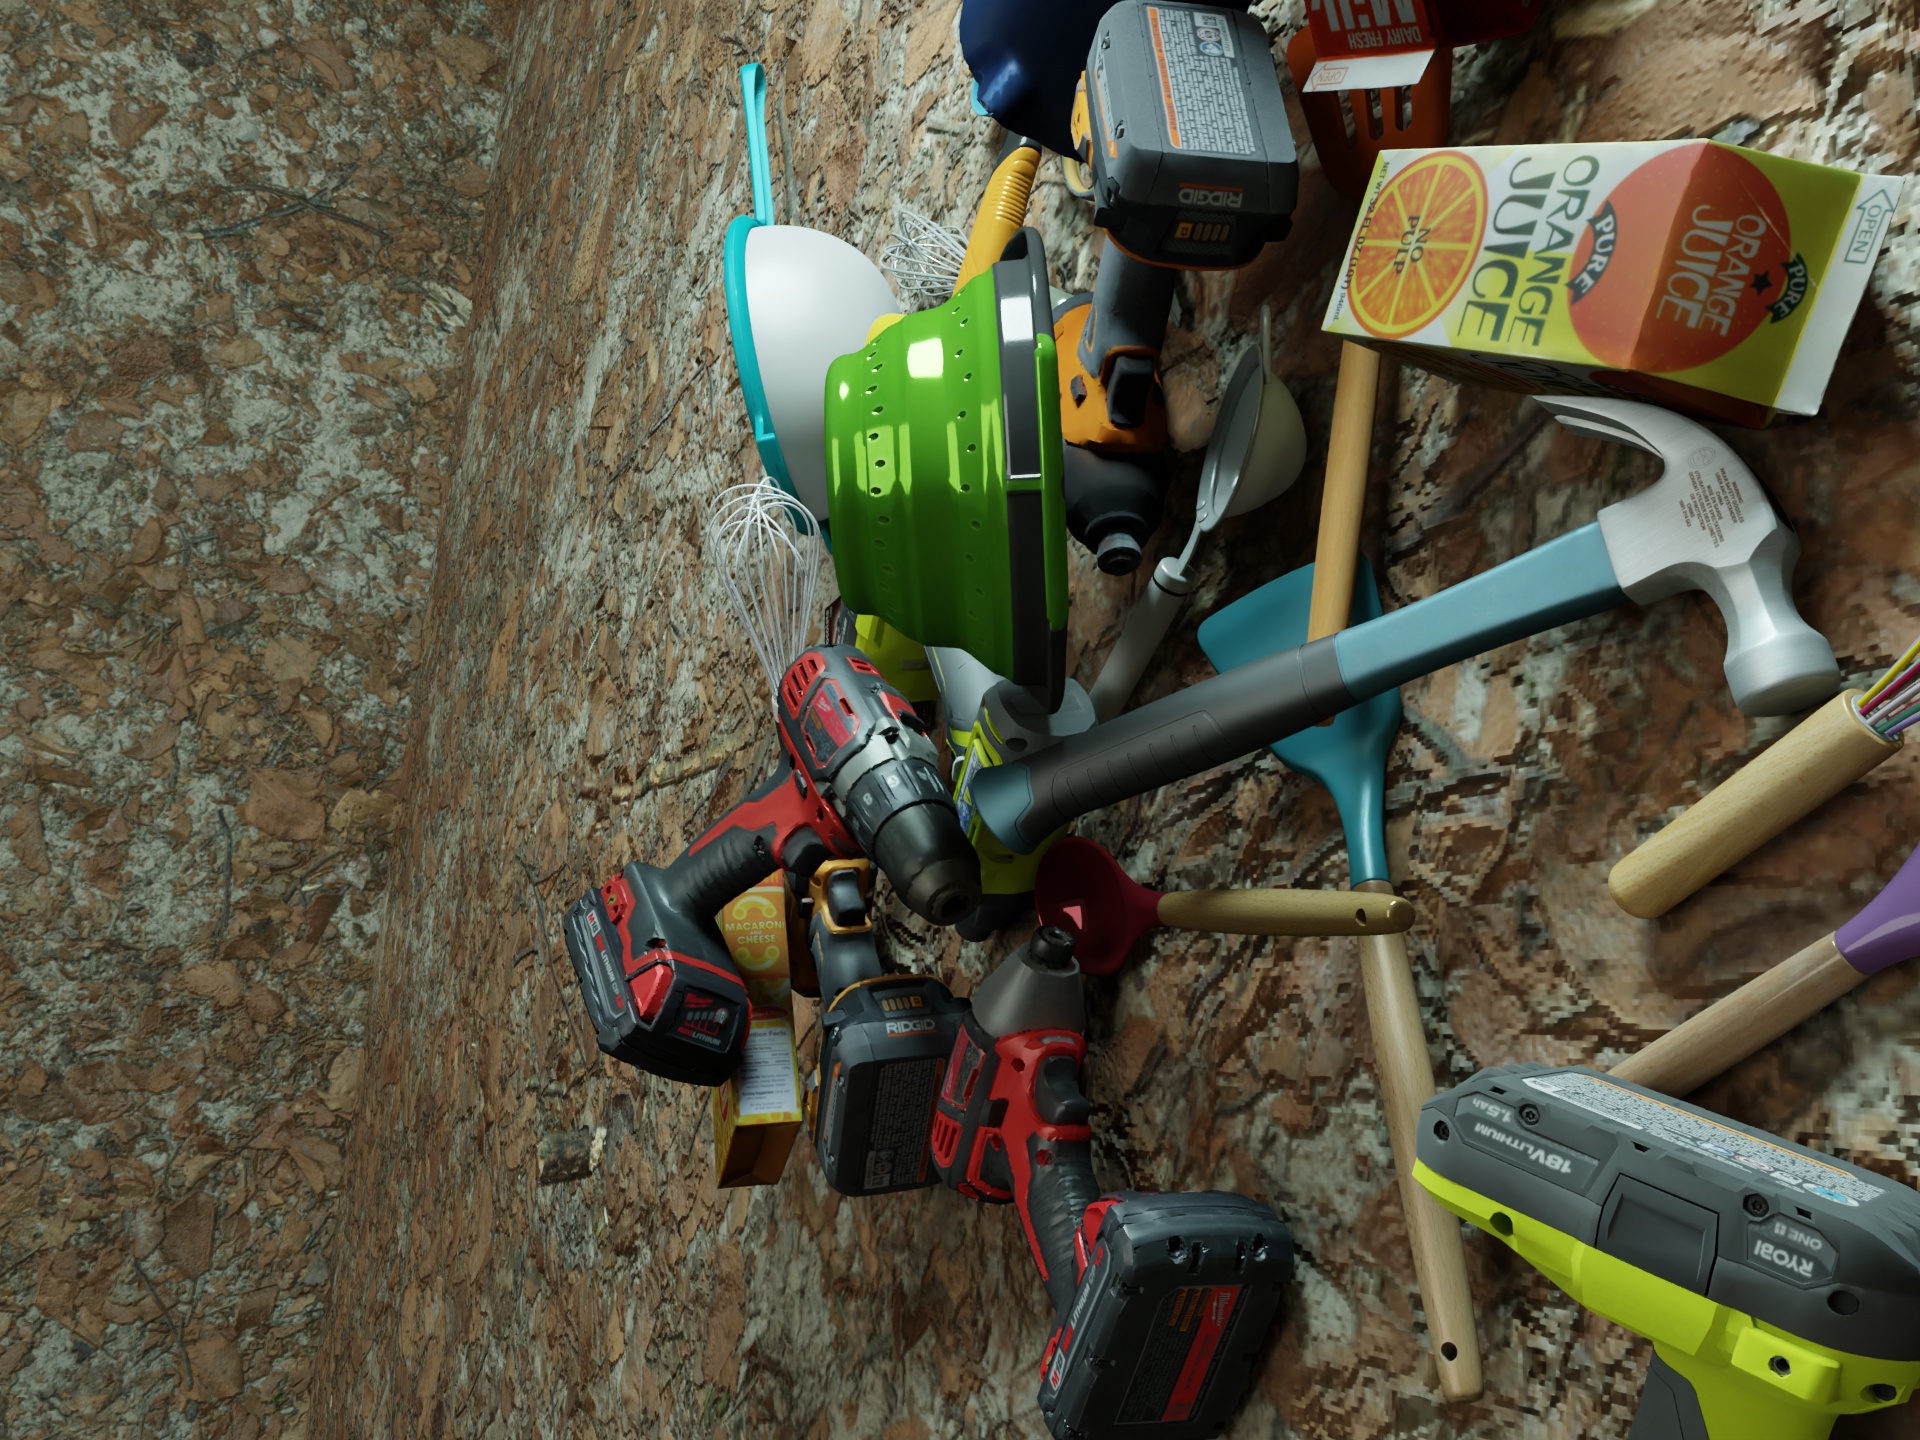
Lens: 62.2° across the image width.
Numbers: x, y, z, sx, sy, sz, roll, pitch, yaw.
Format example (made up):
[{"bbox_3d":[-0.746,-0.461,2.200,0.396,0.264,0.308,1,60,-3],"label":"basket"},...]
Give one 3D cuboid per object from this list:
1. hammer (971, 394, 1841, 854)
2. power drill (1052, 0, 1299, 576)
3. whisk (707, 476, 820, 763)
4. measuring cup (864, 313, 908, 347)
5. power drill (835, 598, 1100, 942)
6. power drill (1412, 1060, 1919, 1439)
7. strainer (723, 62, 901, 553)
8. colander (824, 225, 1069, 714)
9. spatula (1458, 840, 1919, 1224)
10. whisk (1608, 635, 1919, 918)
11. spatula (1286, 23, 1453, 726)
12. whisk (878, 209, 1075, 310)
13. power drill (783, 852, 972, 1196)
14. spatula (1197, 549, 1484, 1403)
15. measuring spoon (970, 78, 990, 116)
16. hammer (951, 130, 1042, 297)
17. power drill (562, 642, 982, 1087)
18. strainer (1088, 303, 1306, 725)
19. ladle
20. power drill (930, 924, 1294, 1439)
[{"bbox_3d":[0.133,-0.014,0.592,0.331,0.033,0.128,-24,60,37],"label":"hammer"},{"bbox_3d":[0.083,-0.184,0.729,0.226,0.084,0.164,103,167,-55],"label":"power drill"},{"bbox_3d":[-0.113,-0.033,1.025,0.070,0.070,0.284,-113,14,-46],"label":"whisk"},{"bbox_3d":[-0.036,-0.210,0.988,0.156,0.029,0.062,21,-99,-85],"label":"measuring cup"},{"bbox_3d":[-0.001,-0.003,0.875,0.223,0.080,0.171,-113,29,-42],"label":"power drill"},{"bbox_3d":[0.167,0.221,0.458,0.191,0.080,0.228,17,95,42],"label":"power drill"},{"bbox_3d":[-0.089,-0.295,1.063,0.211,0.095,0.340,54,-152,-75],"label":"strainer"},{"bbox_3d":[-0.008,-0.117,0.761,0.397,0.094,0.204,-89,-4,-79],"label":"colander"},{"bbox_3d":[0.244,0.084,0.469,0.315,0.018,0.060,-51,41,39],"label":"spatula"},{"bbox_3d":[0.270,-0.010,0.434,0.245,0.047,0.051,125,155,-44],"label":"whisk"},{"bbox_3d":[0.160,-0.154,0.655,0.081,0.041,0.323,-5,68,43],"label":"spatula"},{"bbox_3d":[0.013,-0.277,0.994,0.247,0.059,0.057,44,156,53],"label":"whisk"},{"bbox_3d":[-0.057,0.128,0.905,0.226,0.084,0.185,-117,29,-52],"label":"power drill"},{"bbox_3d":[0.151,0.083,0.593,0.082,0.044,0.318,-26,50,32],"label":"spatula"},{"bbox_3d":[0.046,-0.386,1.003,0.129,0.021,0.042,52,125,43],"label":"measuring spoon"},{"bbox_3d":[0.030,-0.296,0.915,0.127,0.034,0.337,18,92,55],"label":"hammer"},{"bbox_3d":[-0.092,0.088,0.819,0.226,0.080,0.188,-47,44,12],"label":"power drill"},{"bbox_3d":[0.107,-0.075,0.753,0.087,0.050,0.258,-82,14,-52],"label":"strainer"},{"bbox_3d":[0.098,0.078,0.663,0.315,0.031,0.069,161,99,-72],"label":"ladle"},{"bbox_3d":[0.053,0.199,0.713,0.220,0.078,0.143,-128,49,-59],"label":"power drill"}]
